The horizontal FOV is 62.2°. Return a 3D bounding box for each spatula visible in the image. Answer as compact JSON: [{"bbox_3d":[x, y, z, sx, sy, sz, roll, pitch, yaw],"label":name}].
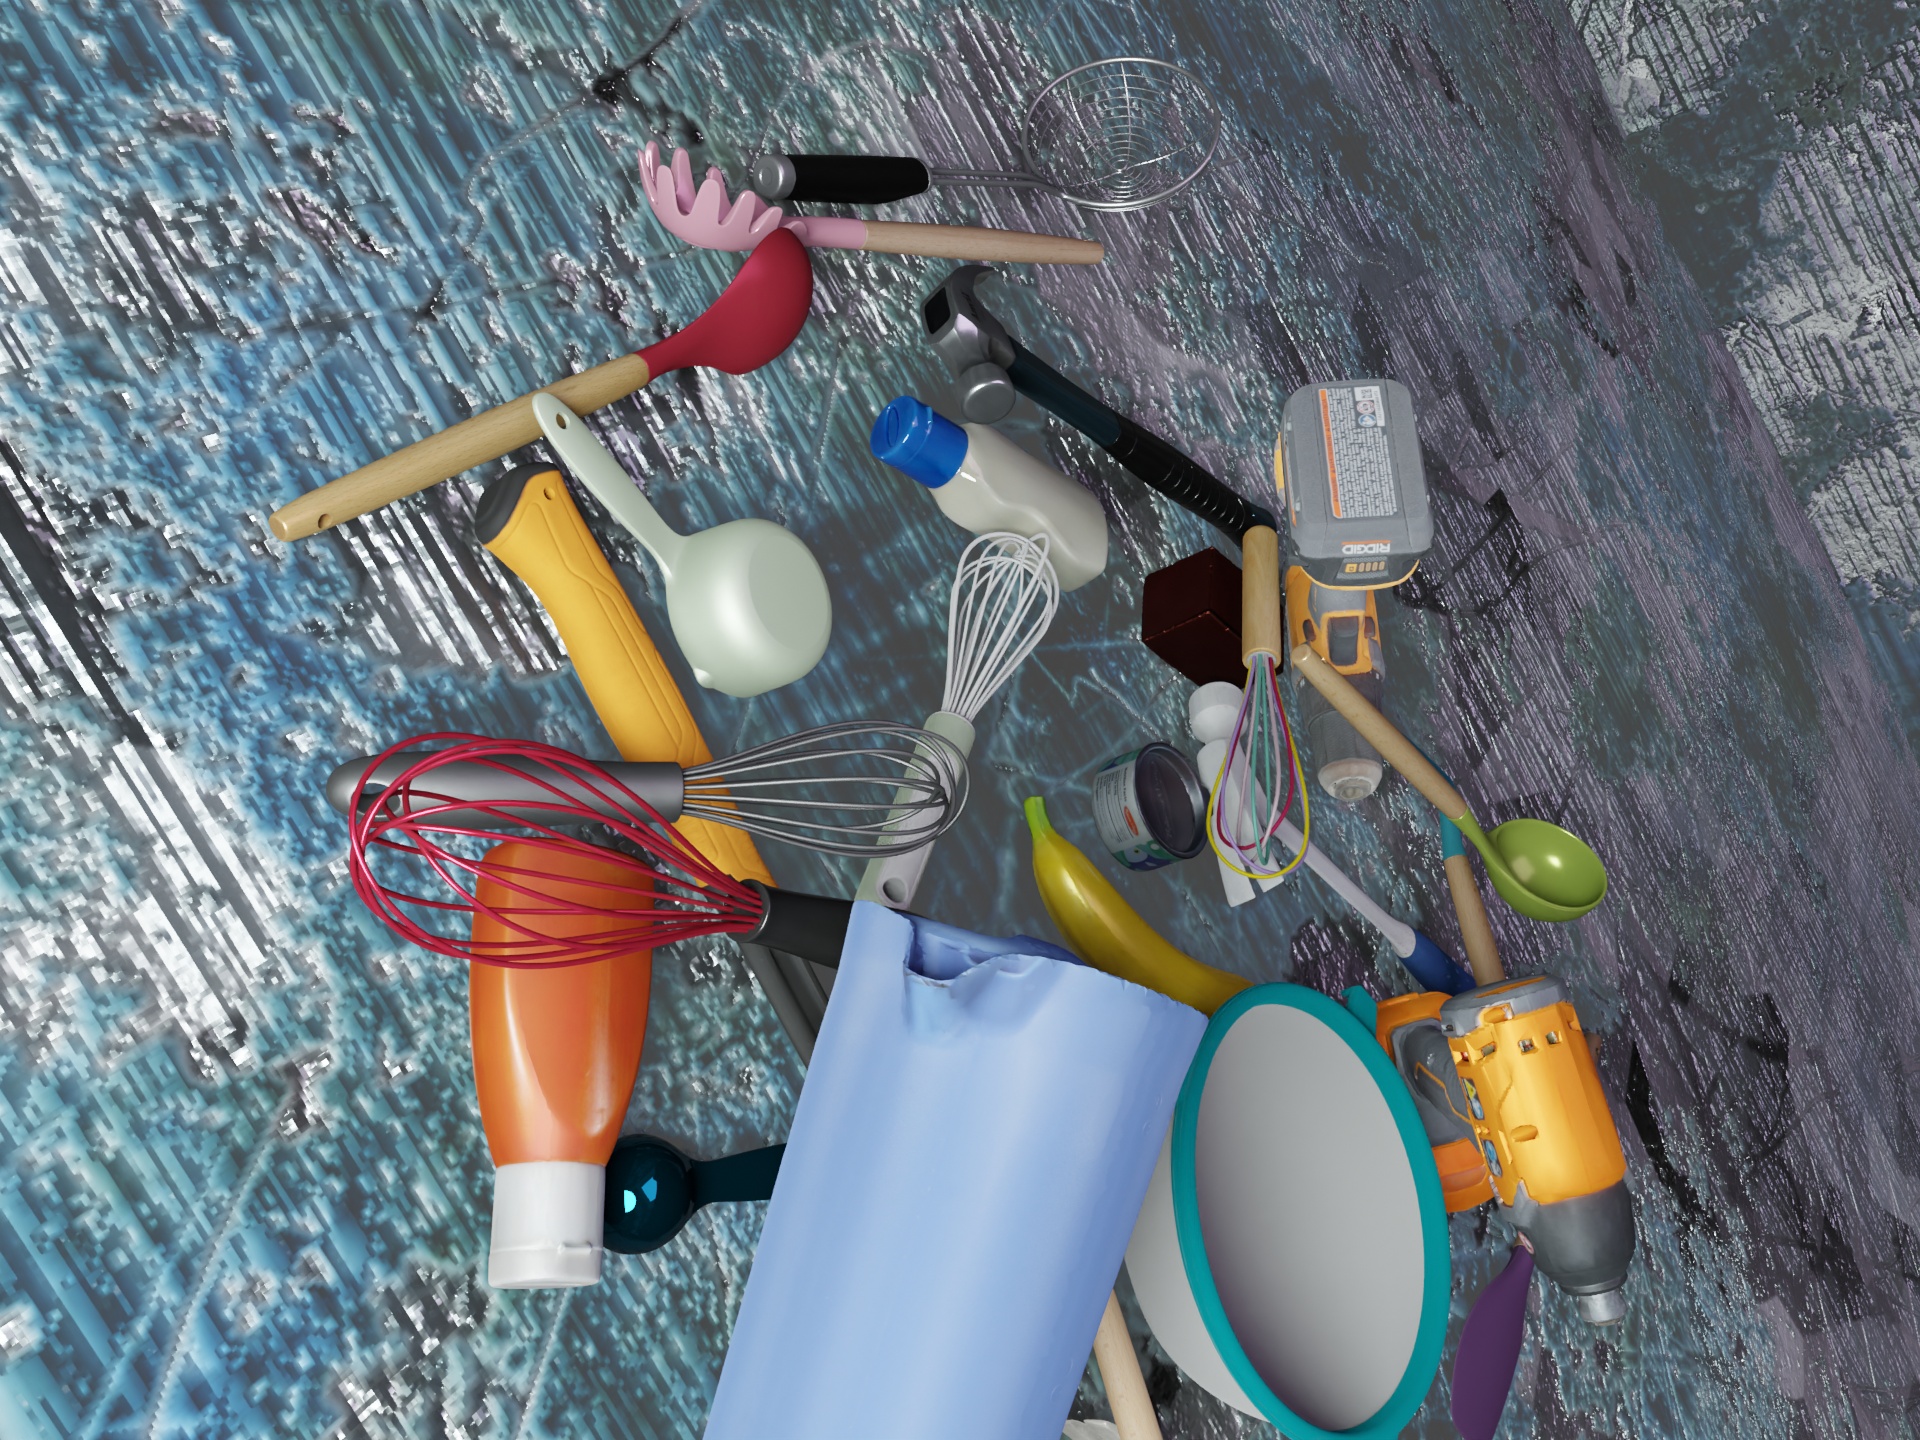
[{"bbox_3d":[0.322,0.119,1.040,0.082,0.044,0.318,25,47,-44],"label":"spatula"},{"bbox_3d":[0.369,0.319,1.022,0.059,0.018,0.316,54,49,-18],"label":"spatula"}]

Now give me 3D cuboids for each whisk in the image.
[{"bbox_3d":[-0.106,0.024,0.588,0.239,0.055,0.055,1,70,-25],"label":"whisk"},{"bbox_3d":[-0.001,-0.002,0.768,0.057,0.059,0.246,34,53,-17],"label":"whisk"},{"bbox_3d":[0.164,-0.018,0.885,0.051,0.047,0.245,48,37,-40],"label":"whisk"},{"bbox_3d":[-0.089,0.065,0.562,0.295,0.073,0.073,24,54,-52],"label":"whisk"}]

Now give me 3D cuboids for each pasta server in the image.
[{"bbox_3d":[-0.031,-0.261,0.834,0.316,0.040,0.060,-11,40,-42],"label":"pasta server"}]

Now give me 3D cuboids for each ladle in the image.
[{"bbox_3d":[-0.154,-0.141,0.667,0.031,0.069,0.315,30,42,18],"label":"ladle"},{"bbox_3d":[0.301,0.036,0.970,0.319,0.062,0.078,38,30,-35],"label":"ladle"}]

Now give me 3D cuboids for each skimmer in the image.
[{"bbox_3d":[0.023,-0.346,0.929,0.127,0.090,0.363,41,37,22],"label":"skimmer"}]

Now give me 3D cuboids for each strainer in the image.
[{"bbox_3d":[0.154,0.301,0.757,0.211,0.095,0.340,1,73,-46],"label":"strainer"}]

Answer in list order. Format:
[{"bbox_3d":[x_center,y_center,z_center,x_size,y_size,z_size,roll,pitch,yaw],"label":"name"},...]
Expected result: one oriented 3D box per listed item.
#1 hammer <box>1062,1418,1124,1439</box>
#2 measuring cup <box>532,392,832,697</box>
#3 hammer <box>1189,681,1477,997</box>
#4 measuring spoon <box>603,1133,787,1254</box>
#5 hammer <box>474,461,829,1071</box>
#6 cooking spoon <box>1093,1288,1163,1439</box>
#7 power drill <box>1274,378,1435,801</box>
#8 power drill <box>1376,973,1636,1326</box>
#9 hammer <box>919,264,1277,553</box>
[{"bbox_3d":[-0.008,0.358,0.594,0.331,0.031,0.130,4,69,-47],"label":"hammer"},{"bbox_3d":[-0.111,-0.078,0.665,0.167,0.038,0.083,50,41,-36],"label":"measuring cup"},{"bbox_3d":[0.274,0.139,1.004,0.405,0.035,0.144,40,33,-31],"label":"hammer"},{"bbox_3d":[-0.074,0.168,0.585,0.128,0.021,0.042,-2,80,-26],"label":"measuring spoon"},{"bbox_3d":[-0.094,0.048,0.648,0.127,0.034,0.337,-35,99,-50],"label":"hammer"},{"bbox_3d":[0.065,0.269,0.688,0.068,0.017,0.319,22,43,-54],"label":"cooking spoon"},{"bbox_3d":[0.237,-0.073,0.979,0.226,0.084,0.186,76,14,-59],"label":"power drill"},{"bbox_3d":[0.278,0.221,0.843,0.084,0.226,0.164,-15,81,-6],"label":"power drill"},{"bbox_3d":[0.094,-0.168,0.949,0.330,0.033,0.128,23,38,-45],"label":"hammer"}]
